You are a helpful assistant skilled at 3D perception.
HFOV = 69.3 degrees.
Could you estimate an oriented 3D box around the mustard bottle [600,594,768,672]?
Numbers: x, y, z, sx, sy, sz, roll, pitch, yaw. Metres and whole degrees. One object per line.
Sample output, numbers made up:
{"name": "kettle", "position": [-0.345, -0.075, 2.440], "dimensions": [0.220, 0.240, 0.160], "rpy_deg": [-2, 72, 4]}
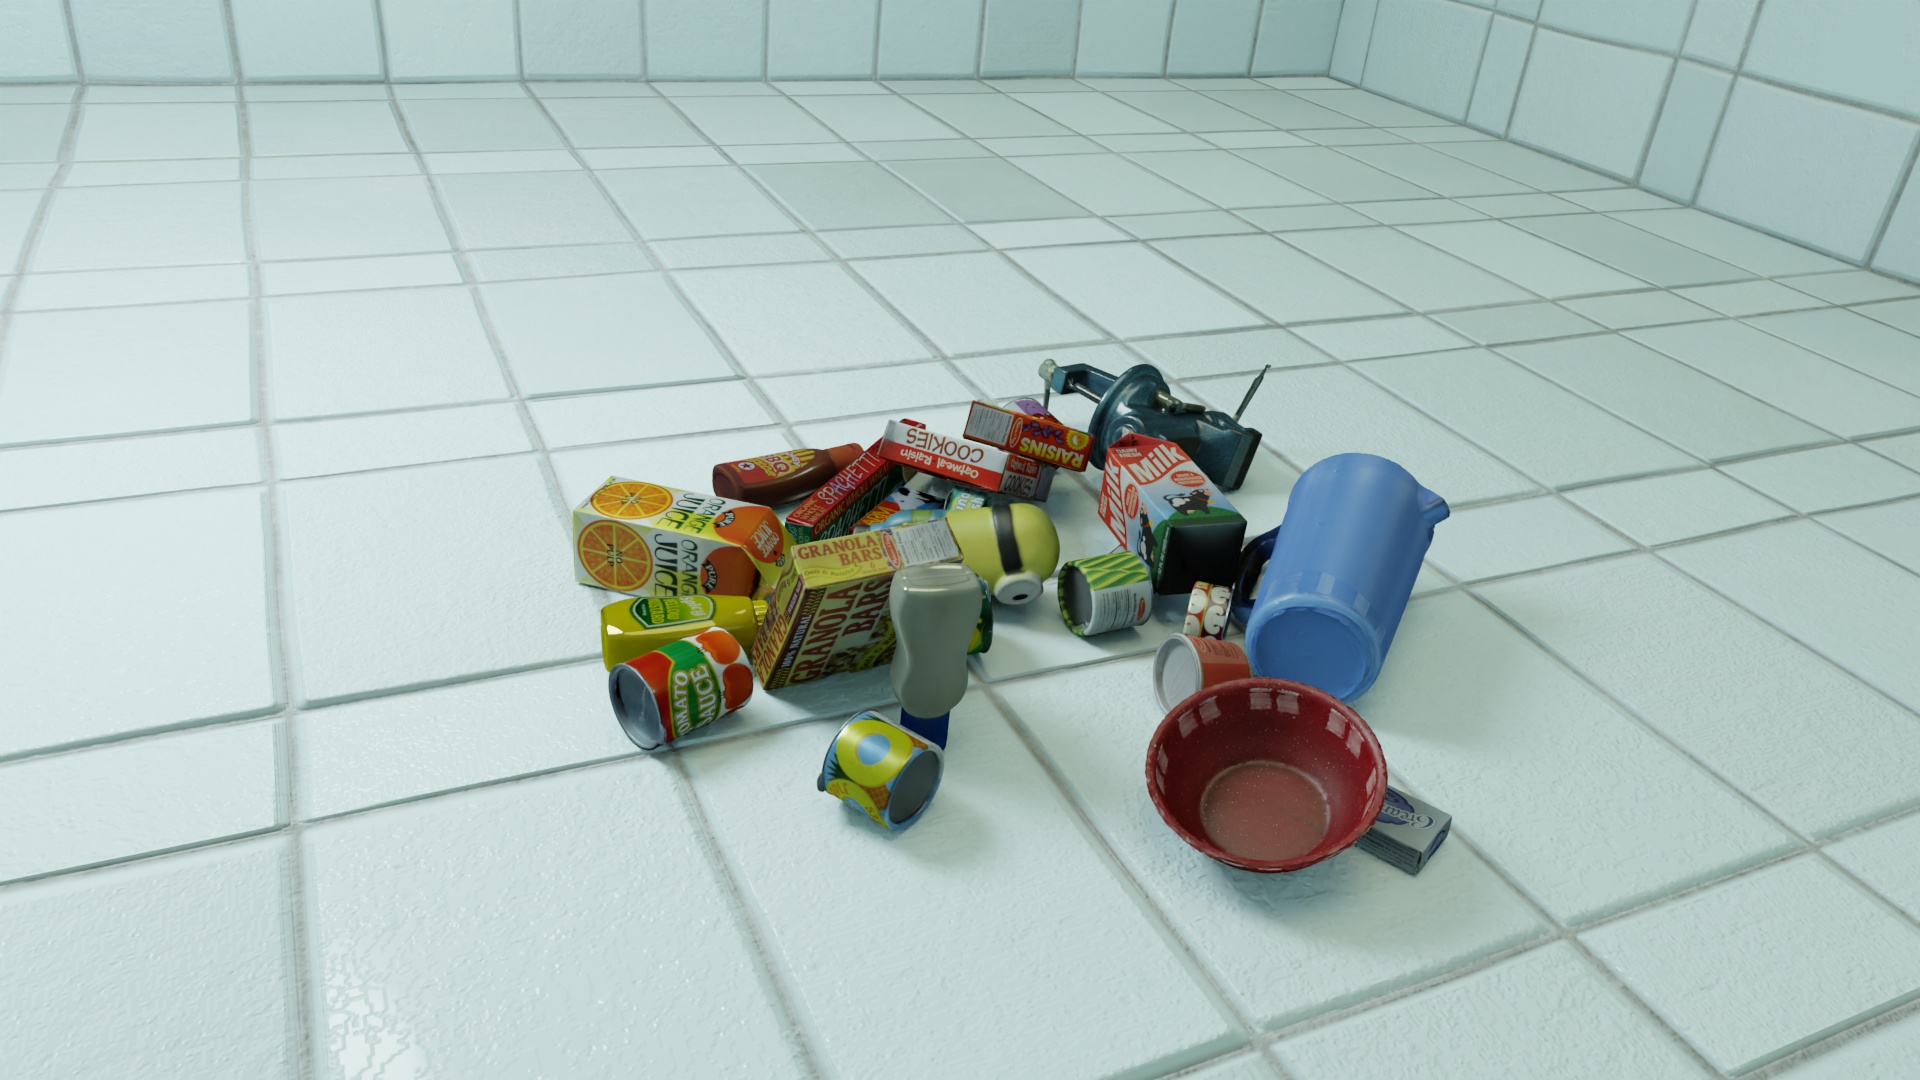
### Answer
{"name": "mustard bottle", "position": [-0.201, 0.070, 1.099], "dimensions": [0.160, 0.048, 0.065], "rpy_deg": [-5, 31, -18]}

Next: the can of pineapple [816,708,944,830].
{"name": "can of pineapple", "position": [-0.054, 0.159, 0.954], "dimensions": [0.058, 0.070, 0.071], "rpy_deg": [24, 34, 29]}

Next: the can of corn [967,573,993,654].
{"name": "can of corn", "position": [-0.011, 0.061, 1.127], "dimensions": [0.058, 0.070, 0.071], "rpy_deg": [-6, 31, -18]}

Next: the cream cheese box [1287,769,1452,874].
{"name": "cream cheese box", "position": [0.290, 0.194, 0.992], "dimensions": [0.104, 0.024, 0.053], "rpy_deg": [25, 36, 31]}

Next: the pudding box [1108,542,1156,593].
{"name": "pudding box", "position": [0.162, 0.025, 1.261], "dimensions": [0.050, 0.030, 0.084], "rpy_deg": [20, 32, 26]}

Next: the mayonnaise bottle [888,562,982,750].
{"name": "mayonnaise bottle", "position": [-0.022, 0.088, 0.999], "dimensions": [0.065, 0.147, 0.041], "rpy_deg": [-4, 31, -18]}

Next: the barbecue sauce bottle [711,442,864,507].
{"name": "barbecue sauce bottle", "position": [-0.162, -0.064, 1.348], "dimensions": [0.149, 0.043, 0.065], "rpy_deg": [-15, 34, -33]}

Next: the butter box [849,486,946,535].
{"name": "butter box", "position": [-0.058, -0.015, 1.300], "dimensions": [0.053, 0.024, 0.104], "rpy_deg": [16, 31, 19]}

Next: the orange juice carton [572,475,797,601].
{"name": "orange juice carton", "position": [-0.226, 0.008, 1.181], "dimensions": [0.193, 0.072, 0.072], "rpy_deg": [12, 30, 10]}

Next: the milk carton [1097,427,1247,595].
{"name": "milk carton", "position": [0.180, -0.031, 1.258], "dimensions": [0.073, 0.072, 0.191], "rpy_deg": [-4, 30, -16]}

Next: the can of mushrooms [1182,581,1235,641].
{"name": "can of mushrooms", "position": [0.206, 0.066, 1.156], "dimensions": [0.033, 0.070, 0.071], "rpy_deg": [12, 30, 14]}

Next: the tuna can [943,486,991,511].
{"name": "tuna can", "position": [0.005, -0.016, 1.265], "dimensions": [0.033, 0.070, 0.071], "rpy_deg": [13, 30, 12]}

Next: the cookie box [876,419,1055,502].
{"name": "cookie box", "position": [0.009, -0.073, 1.328], "dimensions": [0.123, 0.040, 0.167], "rpy_deg": [17, 3, 18]}

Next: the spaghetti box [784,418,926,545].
{"name": "spaghetti box", "position": [-0.096, -0.048, 1.325], "dimensions": [0.029, 0.050, 0.251], "rpy_deg": [15, 31, 18]}

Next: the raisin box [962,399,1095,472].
{"name": "raisin box", "position": [0.066, -0.101, 1.355], "dimensions": [0.123, 0.040, 0.086], "rpy_deg": [17, 2, 1]}

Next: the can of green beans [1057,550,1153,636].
{"name": "can of green beans", "position": [0.122, 0.045, 1.183], "dimensions": [0.058, 0.071, 0.071], "rpy_deg": [-9, 32, -23]}

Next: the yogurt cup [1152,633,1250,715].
{"name": "yogurt cup", "position": [0.190, 0.107, 1.090], "dimensions": [0.054, 0.072, 0.072], "rpy_deg": [2, 28, -23]}

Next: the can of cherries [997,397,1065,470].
{"name": "can of cherries", "position": [0.076, -0.107, 1.443], "dimensions": [0.072, 0.071, 0.058], "rpy_deg": [-9, 33, -25]}

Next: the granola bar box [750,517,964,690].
{"name": "granola bar box", "position": [-0.081, 0.051, 1.044], "dimensions": [0.124, 0.164, 0.039], "rpy_deg": [-11, 63, -26]}

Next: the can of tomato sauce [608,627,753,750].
{"name": "can of tomato sauce", "position": [-0.202, 0.108, 1.016], "dimensions": [0.071, 0.070, 0.083], "rpy_deg": [29, 36, 35]}
